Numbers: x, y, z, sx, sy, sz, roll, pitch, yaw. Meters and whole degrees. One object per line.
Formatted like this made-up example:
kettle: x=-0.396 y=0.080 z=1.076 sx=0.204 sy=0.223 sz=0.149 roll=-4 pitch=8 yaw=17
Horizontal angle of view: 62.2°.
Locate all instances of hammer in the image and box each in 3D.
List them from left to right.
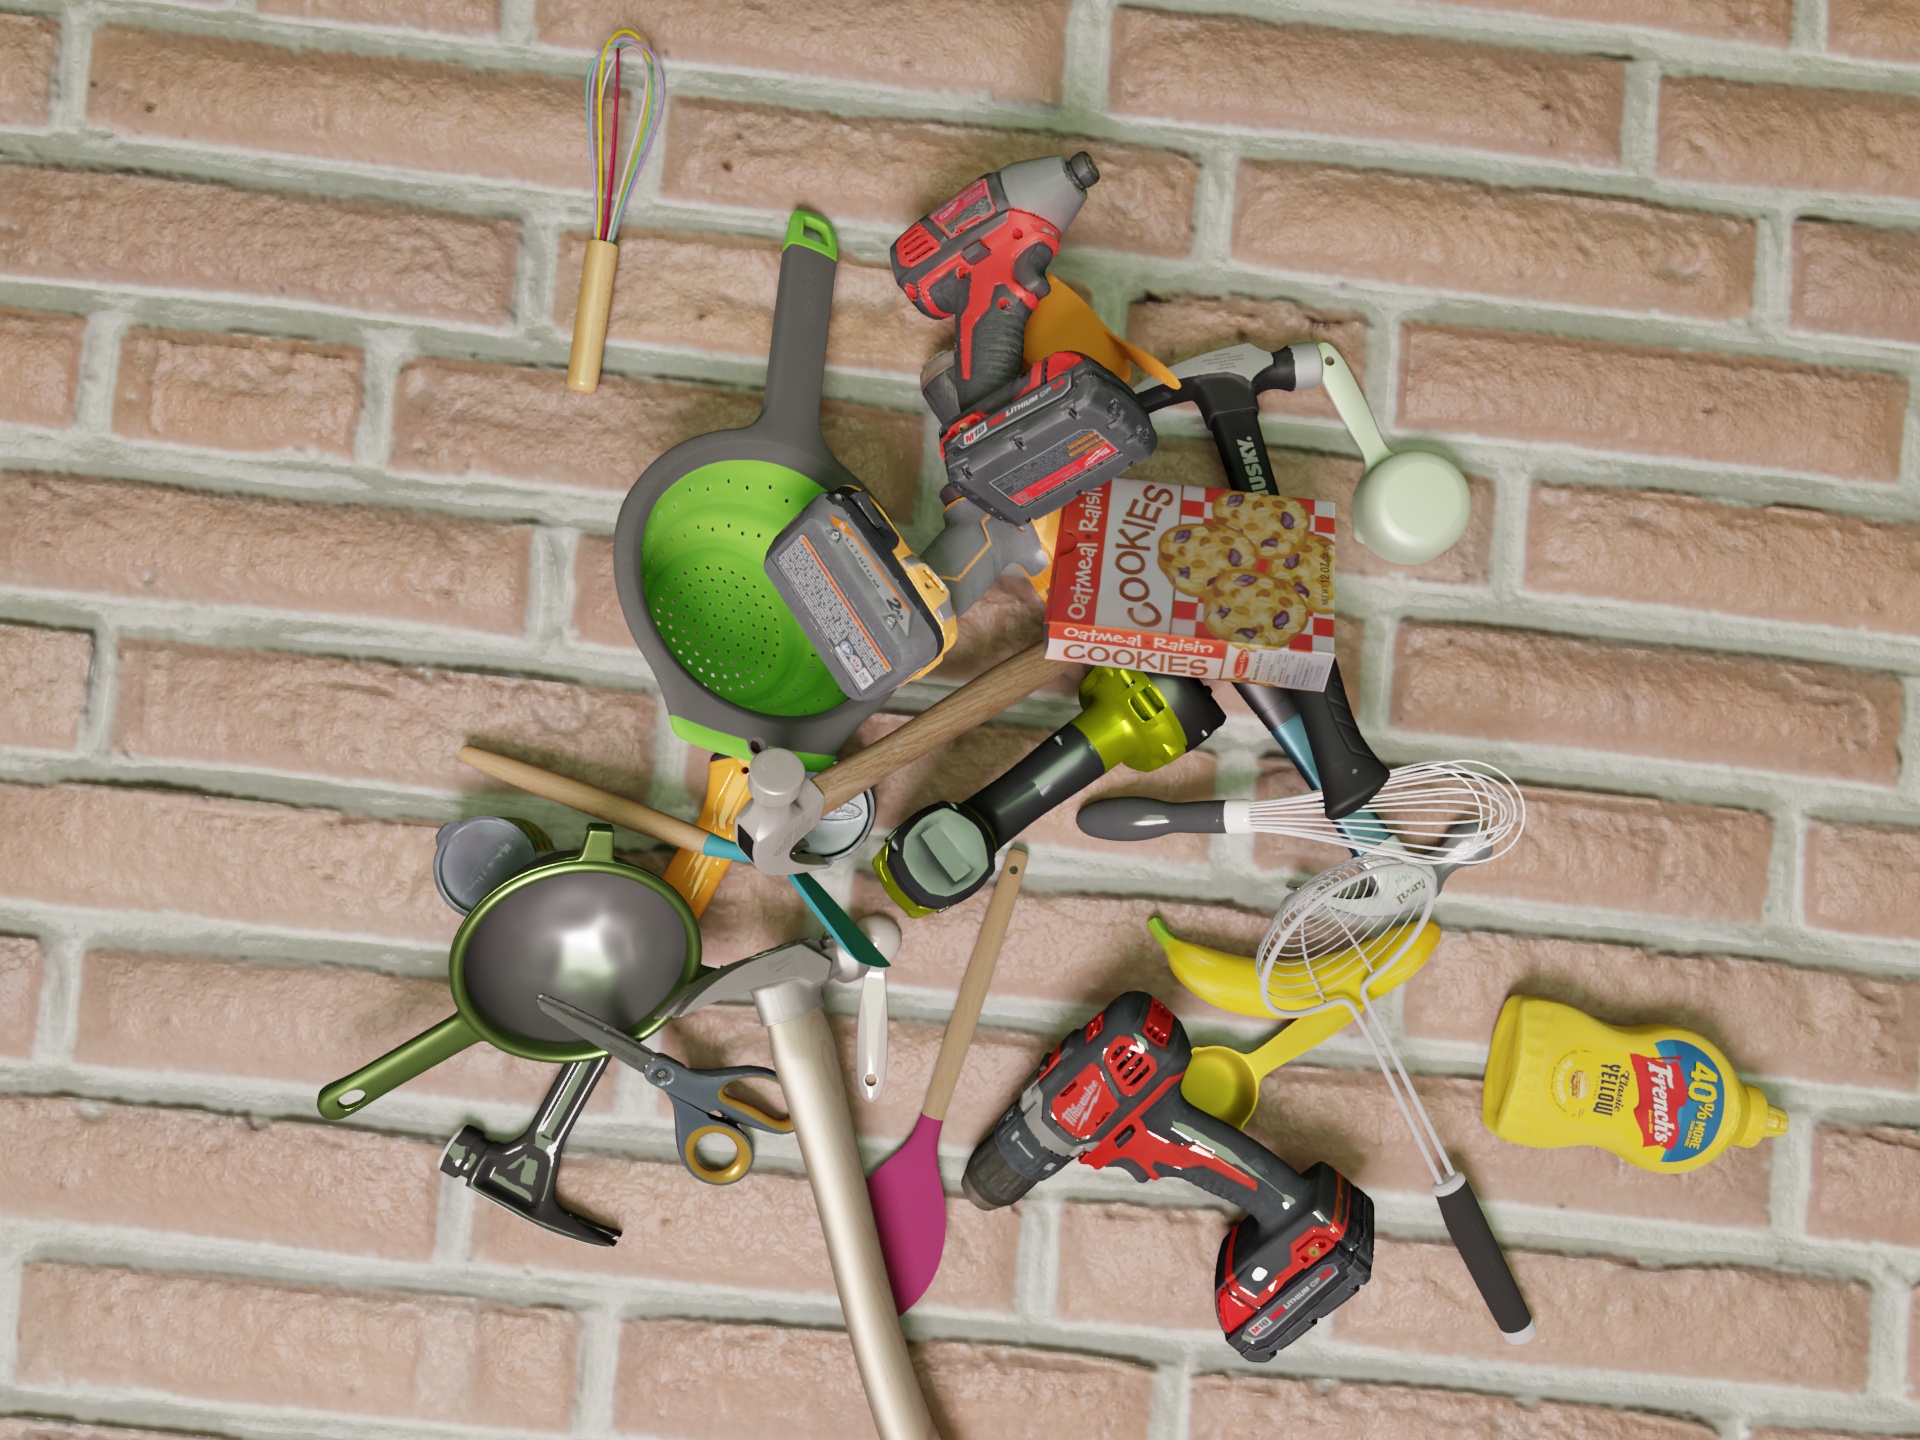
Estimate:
hammer: x=-0.206 y=0.172 z=1.043 sx=0.127 sy=0.034 sz=0.337 roll=28 pitch=86 yaw=1
hammer: x=-0.071 y=0.343 z=0.991 sx=0.146 sy=0.038 sz=0.410 roll=-15 pitch=88 yaw=-41
hammer: x=-0.002 y=-0.003 z=0.991 sx=0.331 sy=0.130 sz=0.031 roll=-31 pitch=67 yaw=-30
hammer: x=0.200 y=-0.095 z=1.017 sx=0.146 sy=0.035 sz=0.335 roll=-10 pitch=67 yaw=-5
hammer: x=0.213 y=-0.012 z=1.068 sx=0.128 sy=0.033 sz=0.331 roll=-34 pitch=88 yaw=-4

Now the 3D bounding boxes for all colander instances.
colander: x=-0.131 y=-0.150 z=1.041 sx=0.204 sy=0.094 sz=0.397 roll=16 pitch=66 yaw=-27

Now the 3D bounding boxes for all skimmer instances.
skimmer: x=0.295 y=0.249 z=0.996 sx=0.127 sy=0.090 sz=0.363 roll=-28 pitch=99 yaw=-9

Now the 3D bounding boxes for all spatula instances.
spatula: x=-0.187 y=0.080 z=1.008 sx=0.317 sy=0.082 sz=0.044 roll=19 pitch=85 yaw=15

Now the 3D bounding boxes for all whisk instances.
whisk: x=-0.241 y=-0.343 z=1.070 sx=0.051 sy=0.047 sz=0.245 roll=8 pitch=90 yaw=-2
whisk: x=0.210 y=0.060 z=1.016 sx=0.284 sy=0.070 sz=0.070 roll=-2 pitch=86 yaw=21

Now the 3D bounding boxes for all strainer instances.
strainer: x=-0.285 y=0.161 z=0.987 sx=0.256 sy=0.069 sz=0.151 roll=-30 pitch=124 yaw=1

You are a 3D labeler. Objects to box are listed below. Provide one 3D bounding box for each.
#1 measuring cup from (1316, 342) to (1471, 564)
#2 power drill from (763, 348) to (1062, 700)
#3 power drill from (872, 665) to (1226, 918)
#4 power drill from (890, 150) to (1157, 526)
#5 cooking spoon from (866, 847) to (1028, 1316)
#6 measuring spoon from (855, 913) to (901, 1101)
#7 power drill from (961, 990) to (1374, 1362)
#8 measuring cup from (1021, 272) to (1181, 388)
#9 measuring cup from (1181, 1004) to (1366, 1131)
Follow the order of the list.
measuring cup: x=0.286 y=-0.185 z=1.077 sx=0.083 sy=0.038 sz=0.167 roll=-28 pitch=90 yaw=-3
power drill: x=-0.016 y=-0.131 z=1.003 sx=0.226 sy=0.084 sz=0.185 roll=-33 pitch=89 yaw=-40
power drill: x=0.046 y=0.041 z=1.002 sx=0.223 sy=0.171 sz=0.080 roll=-35 pitch=87 yaw=-12
power drill: x=0.039 y=-0.243 z=0.968 sx=0.143 sy=0.078 sz=0.220 roll=-27 pitch=59 yaw=26
cooking spoon: x=-0.010 y=0.238 z=1.053 sx=0.069 sy=0.017 sz=0.319 roll=18 pitch=86 yaw=7
measuring spoon: x=-0.058 y=0.191 z=1.054 sx=0.034 sy=0.018 sz=0.124 roll=2 pitch=87 yaw=-2
power drill: x=0.127 y=0.299 z=1.010 sx=0.226 sy=0.080 sz=0.188 roll=40 pitch=114 yaw=-1
measuring cup: x=0.081 y=-0.224 z=1.015 sx=0.052 sy=0.174 sz=0.095 roll=-41 pitch=125 yaw=0
measuring cup: x=0.207 y=0.220 z=1.063 sx=0.156 sy=0.029 sz=0.062 roll=-28 pitch=87 yaw=-15
